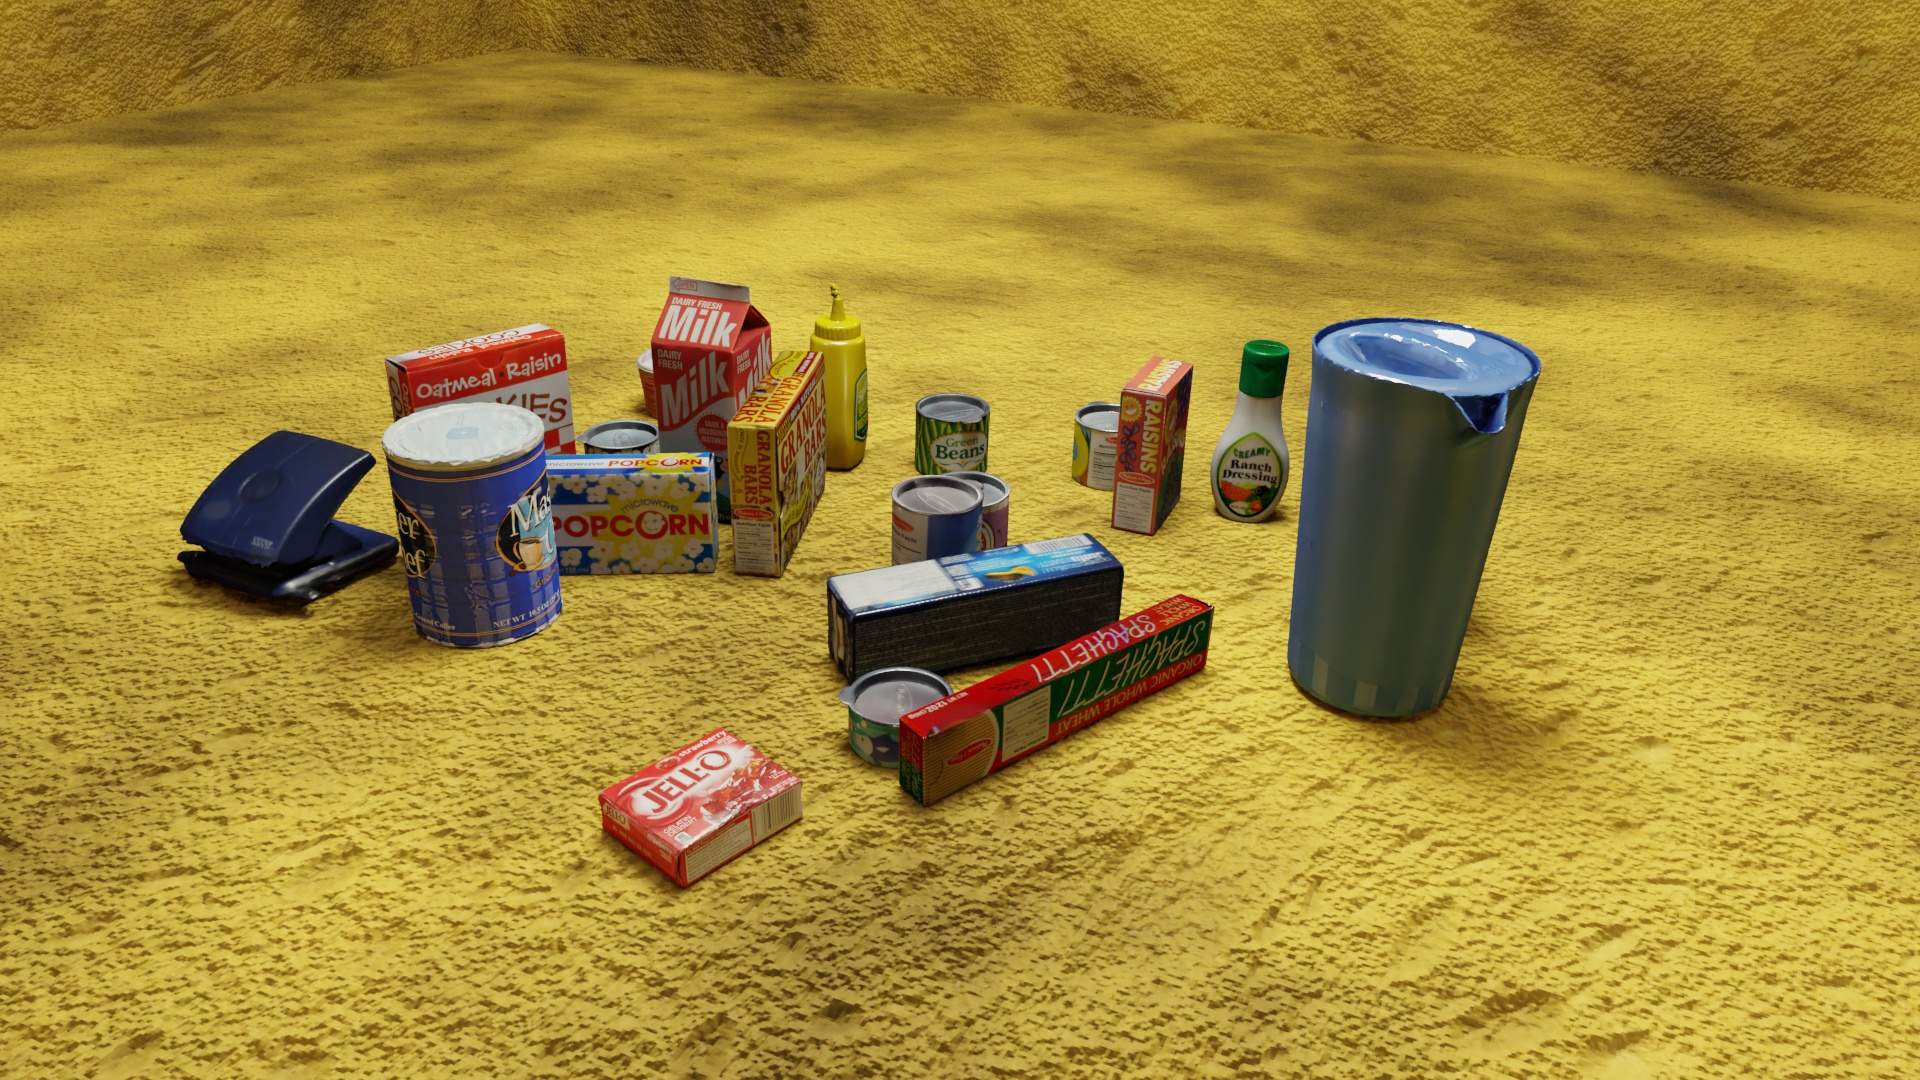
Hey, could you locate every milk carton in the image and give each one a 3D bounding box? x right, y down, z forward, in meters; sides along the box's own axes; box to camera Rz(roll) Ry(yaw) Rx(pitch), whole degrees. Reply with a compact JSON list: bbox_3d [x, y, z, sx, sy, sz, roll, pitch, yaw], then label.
[{"bbox_3d":[-0.196,-0.116,1.112,0.072,0.189,0.074,9,28,15],"label":"milk carton"}]

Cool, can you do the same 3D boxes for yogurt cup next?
[{"bbox_3d":[-0.272,-0.148,1.321,0.072,0.053,0.073,2,27,-1],"label":"yogurt cup"}]

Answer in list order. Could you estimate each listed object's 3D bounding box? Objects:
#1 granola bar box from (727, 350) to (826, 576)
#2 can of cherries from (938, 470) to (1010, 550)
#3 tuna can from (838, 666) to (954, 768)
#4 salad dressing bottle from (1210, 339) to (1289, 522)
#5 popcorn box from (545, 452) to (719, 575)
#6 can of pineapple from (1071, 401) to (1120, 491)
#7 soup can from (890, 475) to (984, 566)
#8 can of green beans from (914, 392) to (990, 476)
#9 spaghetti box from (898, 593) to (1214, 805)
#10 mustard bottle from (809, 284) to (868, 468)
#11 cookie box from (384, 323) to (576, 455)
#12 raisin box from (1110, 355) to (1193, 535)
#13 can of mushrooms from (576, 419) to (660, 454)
[{"bbox_3d":[-0.140,-0.064,1.088,0.039,0.123,0.166,5,27,5],"label":"granola bar box"},{"bbox_3d":[0.004,-0.013,1.070,0.071,0.058,0.072,2,27,-1],"label":"can of cherries"},{"bbox_3d":[-0.039,0.109,0.855,0.071,0.032,0.071,2,27,-1],"label":"tuna can"},{"bbox_3d":[0.241,-0.089,1.137,0.064,0.147,0.044,7,27,10],"label":"salad dressing bottle"},{"bbox_3d":[-0.247,-0.020,1.037,0.127,0.084,0.038,-1,27,-6],"label":"popcorn box"},{"bbox_3d":[0.131,-0.083,1.216,0.071,0.057,0.071,2,27,-1],"label":"can of pineapple"},{"bbox_3d":[-0.015,0.003,1.009,0.071,0.083,0.071,2,27,-1],"label":"soup can"},{"bbox_3d":[-0.008,-0.092,1.223,0.071,0.057,0.071,2,27,-1],"label":"can of green beans"},{"bbox_3d":[0.066,0.094,0.872,0.251,0.050,0.029,-20,34,-36],"label":"spaghetti box"},{"bbox_3d":[-0.106,-0.143,1.206,0.049,0.159,0.065,6,27,9],"label":"mustard bottle"},{"bbox_3d":[-0.348,-0.067,1.032,0.040,0.166,0.123,25,35,38],"label":"cookie box"},{"bbox_3d":[0.157,-0.078,1.137,0.040,0.122,0.086,13,29,21],"label":"raisin box"},{"bbox_3d":[-0.295,-0.078,1.204,0.071,0.033,0.071,2,27,-1],"label":"can of mushrooms"}]
